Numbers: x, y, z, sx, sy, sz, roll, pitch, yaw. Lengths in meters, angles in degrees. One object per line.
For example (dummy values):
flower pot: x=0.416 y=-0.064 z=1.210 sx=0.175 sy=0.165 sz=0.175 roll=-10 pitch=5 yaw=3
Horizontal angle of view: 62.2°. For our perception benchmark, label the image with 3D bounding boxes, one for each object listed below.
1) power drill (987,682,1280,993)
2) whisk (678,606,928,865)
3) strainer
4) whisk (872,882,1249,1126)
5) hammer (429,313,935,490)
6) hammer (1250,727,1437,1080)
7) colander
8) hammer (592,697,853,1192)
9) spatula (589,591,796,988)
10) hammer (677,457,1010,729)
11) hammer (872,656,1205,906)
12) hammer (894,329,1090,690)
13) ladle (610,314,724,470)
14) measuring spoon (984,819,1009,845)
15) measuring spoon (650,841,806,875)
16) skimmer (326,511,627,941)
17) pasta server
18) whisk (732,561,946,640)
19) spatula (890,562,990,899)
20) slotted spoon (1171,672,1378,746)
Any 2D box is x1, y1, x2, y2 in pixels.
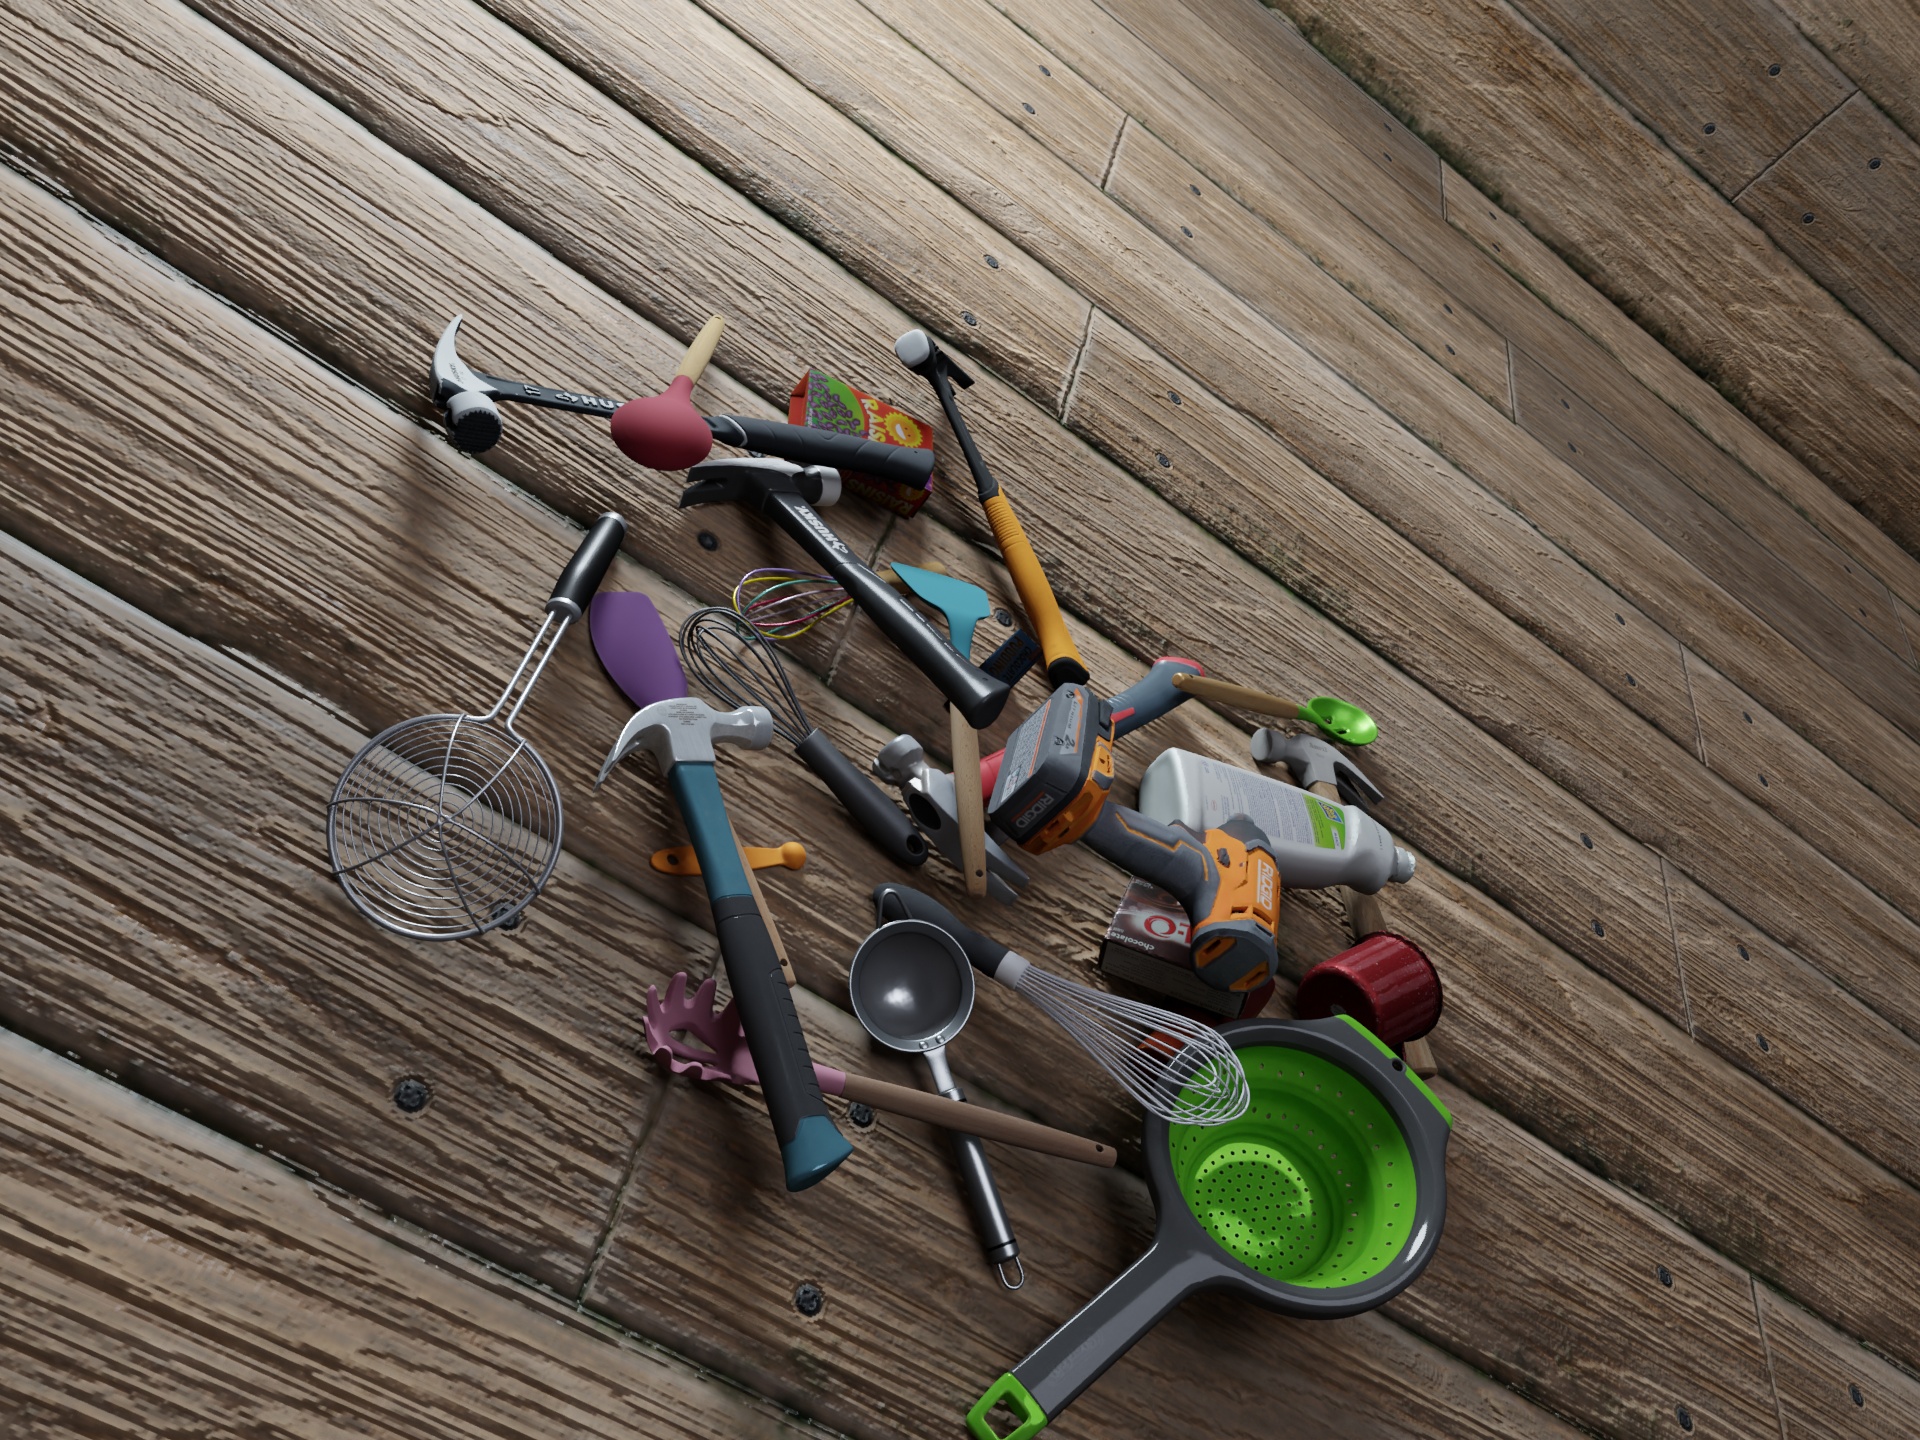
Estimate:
power drill: x=0.137 y=0.076 z=1.142 sx=0.226 sy=0.084 sz=0.164 roll=37 pitch=34 yaw=-12
whisk: x=-0.106 y=0.013 z=1.113 sx=0.239 sy=0.055 sz=0.055 roll=47 pitch=40 yaw=-6
strainer: x=-0.011 y=0.234 z=1.013 sx=0.087 sy=0.050 sz=0.259 roll=-13 pitch=71 yaw=-24
whisk: x=0.061 y=0.182 z=1.049 sx=0.285 sy=0.070 sz=0.070 roll=28 pitch=37 yaw=15
hammer: x=-0.193 y=-0.221 z=1.191 sx=0.408 sy=0.036 sz=0.149 roll=5 pitch=36 yaw=-35
hammer: x=0.351 y=0.157 z=1.396 sx=0.130 sy=0.031 sz=0.332 roll=12 pitch=51 yaw=-33
colander: x=0.153 y=0.347 z=1.032 sx=0.397 sy=0.094 sz=0.205 roll=-30 pitch=62 yaw=-31
hammer: x=-0.131 y=0.121 z=0.951 sx=0.128 sy=0.033 sz=0.331 roll=3 pitch=50 yaw=-37
spatula: x=-0.175 y=0.037 z=1.042 sx=0.059 sy=0.018 sz=0.316 roll=-6 pitch=57 yaw=-40
hammer: x=-0.075 y=-0.099 z=1.143 sx=0.146 sy=0.035 sz=0.335 roll=-4 pitch=37 yaw=-41
hammer: x=0.100 y=0.025 z=1.259 sx=0.143 sy=0.038 sz=0.386 roll=46 pitch=38 yaw=17
hammer: x=0.035 y=-0.176 z=1.378 sx=0.337 sy=0.034 sz=0.127 roll=67 pitch=15 yaw=15
ladle: x=-0.201 y=-0.255 z=1.179 sx=0.069 sy=0.031 sz=0.316 roll=17 pitch=27 yaw=-9
measuring spoon: x=0.039 y=0.075 z=1.202 sx=0.034 sy=0.018 sz=0.124 roll=52 pitch=38 yaw=7
measuring spoon: x=-0.148 y=0.088 z=1.036 sx=0.116 sy=0.011 sz=0.021 roll=1 pitch=57 yaw=-40
skimmer: x=-0.277 y=-0.016 z=0.999 sx=0.127 sy=0.090 sz=0.364 roll=23 pitch=33 yaw=-10
pasta server: x=-0.044 y=0.223 z=0.961 sx=0.316 sy=0.040 sz=0.060 roll=19 pitch=42 yaw=-16
whisk: x=-0.087 y=-0.095 z=1.221 sx=0.047 sy=0.051 sz=0.245 roll=29 pitch=27 yaw=27
spatula: x=-0.002 y=-0.004 z=1.156 sx=0.082 sy=0.044 sz=0.318 roll=14 pitch=49 yaw=-22
slotted spoon: x=0.287 y=-0.013 z=1.448 sx=0.313 sy=0.031 sz=0.070 roll=11 pitch=32 yaw=-46
